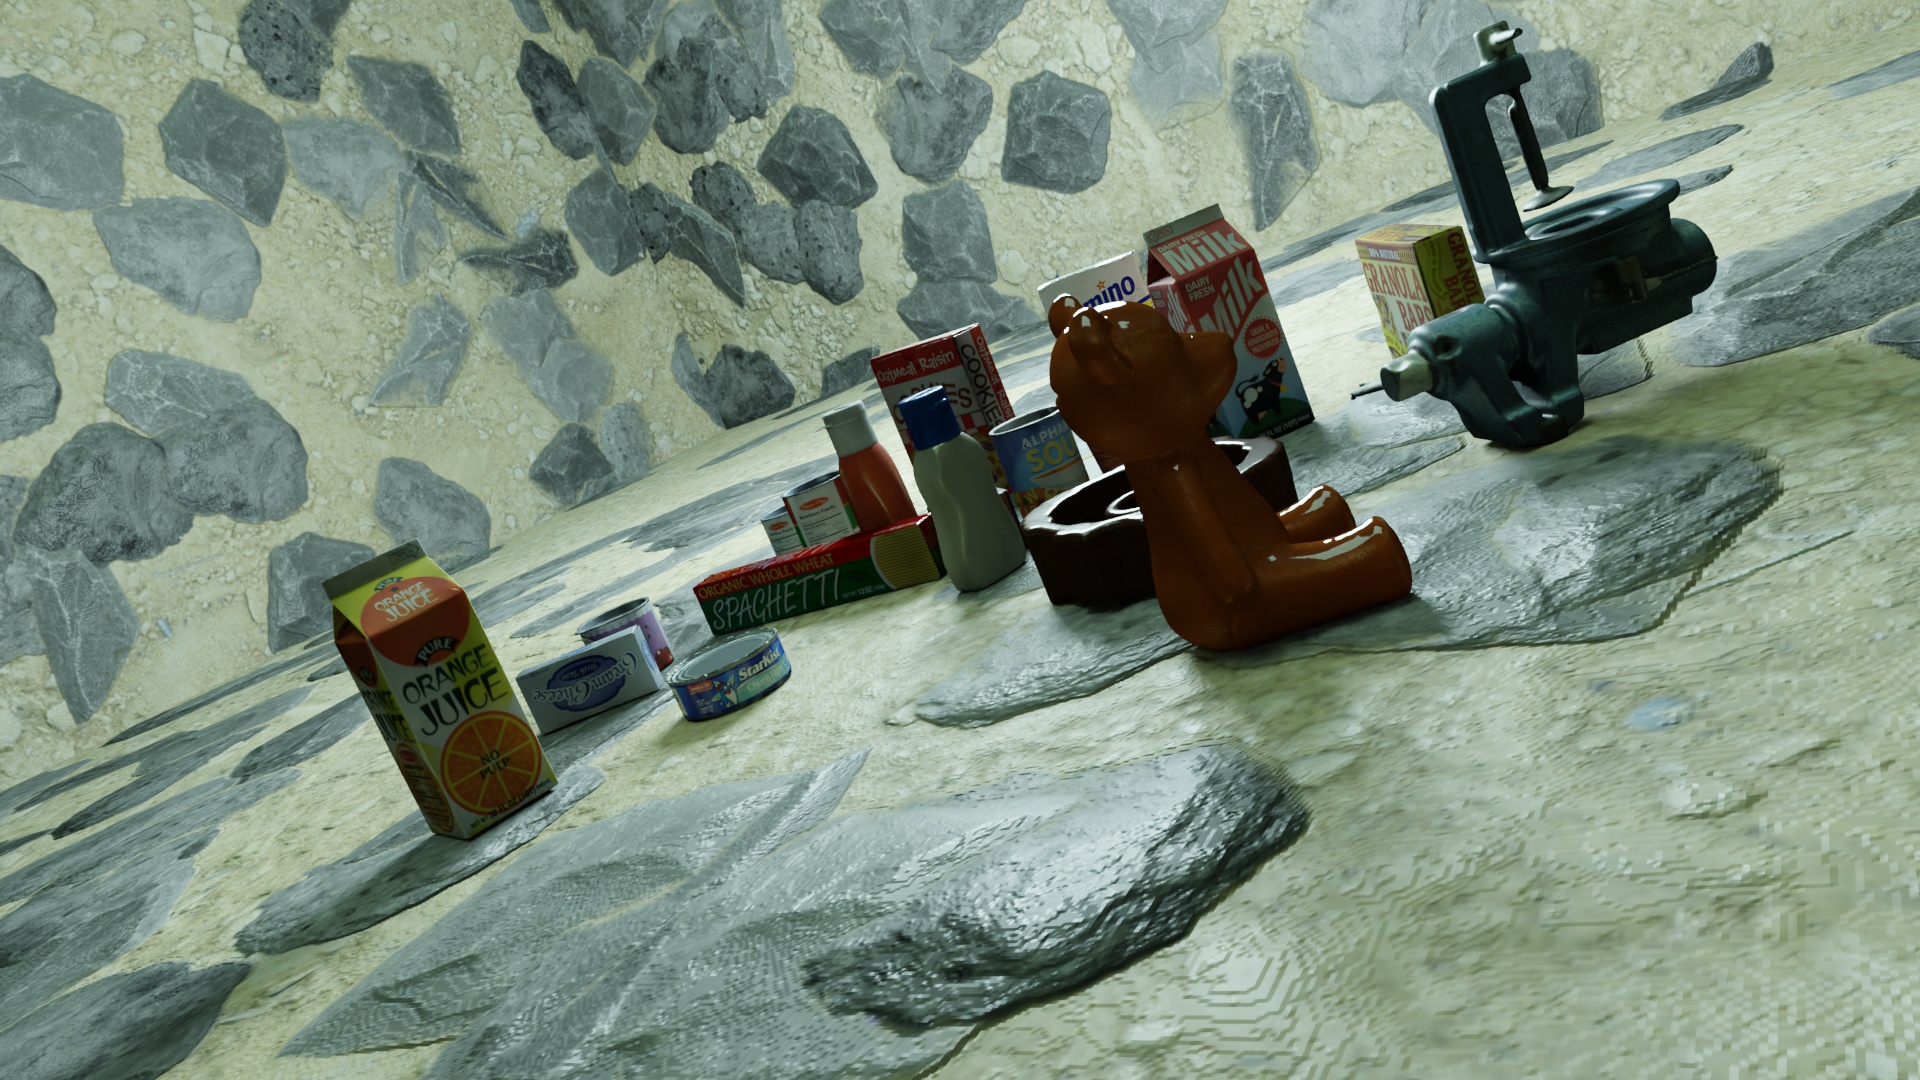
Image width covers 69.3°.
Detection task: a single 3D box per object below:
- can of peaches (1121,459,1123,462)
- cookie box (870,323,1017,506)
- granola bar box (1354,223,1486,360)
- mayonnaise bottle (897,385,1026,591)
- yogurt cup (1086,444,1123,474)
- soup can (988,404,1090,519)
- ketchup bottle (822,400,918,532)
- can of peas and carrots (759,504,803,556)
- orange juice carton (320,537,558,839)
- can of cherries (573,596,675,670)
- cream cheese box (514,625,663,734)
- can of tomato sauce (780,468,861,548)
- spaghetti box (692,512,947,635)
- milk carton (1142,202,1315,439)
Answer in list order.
[{"bbox_3d":[0.160,-0.073,1.104,0.071,0.058,0.071,-21,11,5],"label":"can of peaches"},{"bbox_3d":[-0.005,-0.107,1.287,0.040,0.167,0.122,-31,15,-39],"label":"cookie box"},{"bbox_3d":[0.351,-0.173,1.043,0.039,0.124,0.166,-21,11,6],"label":"granola bar box"},{"bbox_3d":[-0.002,-0.040,1.028,0.041,0.147,0.065,-10,17,48],"label":"mayonnaise bottle"},{"bbox_3d":[0.142,-0.077,1.167,0.072,0.054,0.072,-21,11,5],"label":"yogurt cup"},{"bbox_3d":[0.071,-0.063,1.161,0.071,0.083,0.071,-21,11,5],"label":"soup can"},{"bbox_3d":[-0.072,-0.043,1.166,0.044,0.148,0.064,-29,13,-30],"label":"ketchup bottle"},{"bbox_3d":[-0.158,-0.009,1.396,0.071,0.058,0.071,-21,11,5],"label":"can of peas and carrots"},{"bbox_3d":[-0.355,0.099,0.935,0.072,0.192,0.073,-31,14,-38],"label":"orange juice carton"},{"bbox_3d":[-0.288,0.089,1.190,0.071,0.058,0.071,-21,11,5],"label":"can of cherries"},{"bbox_3d":[-0.297,0.112,1.116,0.104,0.053,0.024,-22,11,1],"label":"cream cheese box"},{"bbox_3d":[-0.122,-0.017,1.307,0.071,0.083,0.071,-21,11,5],"label":"can of tomato sauce"},{"bbox_3d":[-0.121,0.031,1.168,0.249,0.050,0.029,-15,13,31],"label":"spaghetti box"},{"bbox_3d":[0.212,-0.173,1.131,0.072,0.190,0.073,-24,11,-8],"label":"milk carton"}]
